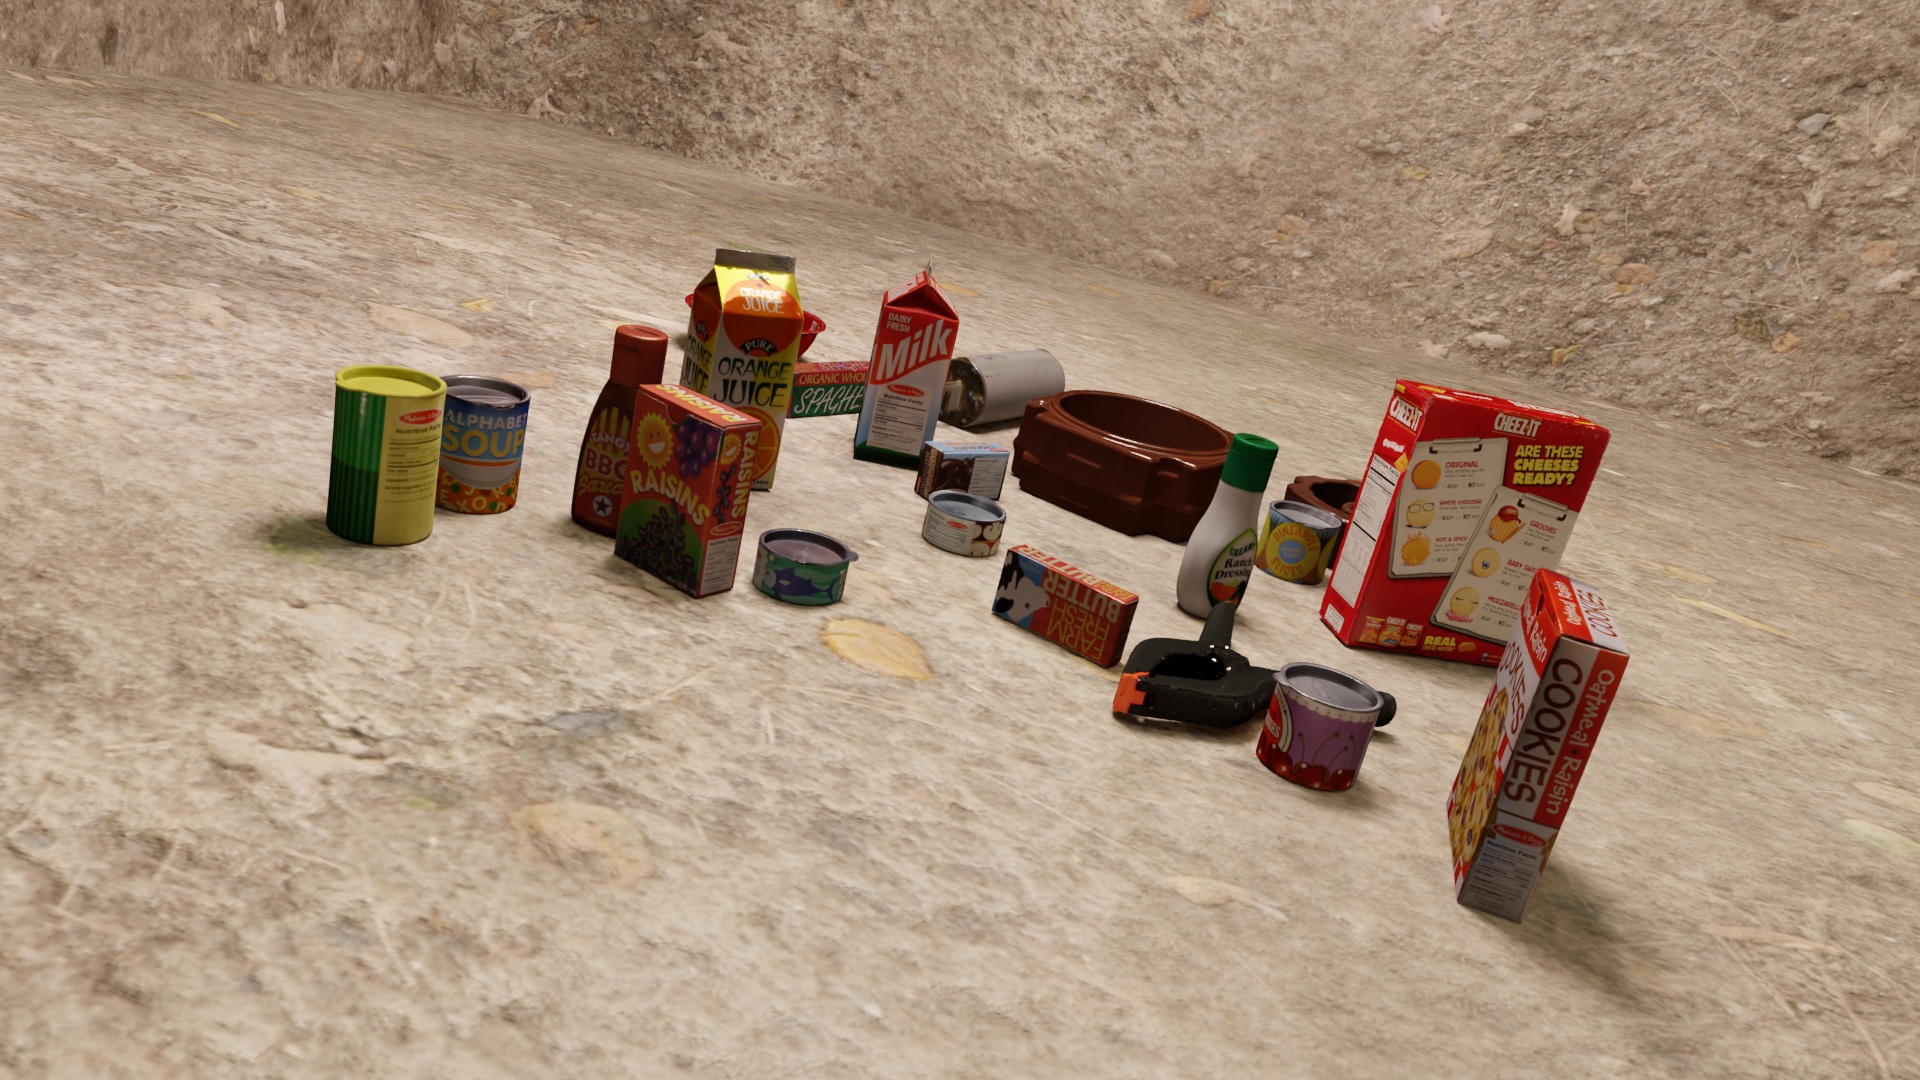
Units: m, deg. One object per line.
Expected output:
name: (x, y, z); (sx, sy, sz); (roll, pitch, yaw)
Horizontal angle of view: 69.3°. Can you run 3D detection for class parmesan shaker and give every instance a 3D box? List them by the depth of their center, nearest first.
parmesan shaker: (-0.376, -0.055, 0.902); (0.071, 0.102, 0.071); (12, 19, -4)

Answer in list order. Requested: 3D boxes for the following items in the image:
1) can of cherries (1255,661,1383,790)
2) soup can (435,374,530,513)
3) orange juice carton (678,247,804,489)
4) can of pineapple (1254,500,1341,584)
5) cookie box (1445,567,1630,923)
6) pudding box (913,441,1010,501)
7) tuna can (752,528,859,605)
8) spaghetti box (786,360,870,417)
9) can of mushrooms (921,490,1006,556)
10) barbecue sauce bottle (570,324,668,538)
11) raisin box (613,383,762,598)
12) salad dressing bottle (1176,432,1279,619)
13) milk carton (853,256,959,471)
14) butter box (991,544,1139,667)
can of cherries: (0.225, 0.117, 0.883); (0.071, 0.058, 0.072); (12, 19, -4)
soup can: (-0.344, -0.068, 0.988); (0.071, 0.083, 0.071); (12, 19, -4)
orange juice carton: (-0.184, -0.143, 1.143); (0.072, 0.192, 0.073); (2, 22, -31)
can of pineapple: (0.306, 0.002, 1.265); (0.071, 0.057, 0.071); (12, 19, -4)
cookie box: (0.325, 0.113, 0.796); (0.040, 0.166, 0.123); (17, 19, 12)
pudding box: (0.002, -0.063, 1.258); (0.084, 0.049, 0.030); (-3, 25, -40)
tuna can: (-0.109, 0.019, 0.978); (0.071, 0.032, 0.071); (12, 19, -4)
spaghetti box: (-0.100, -0.164, 1.475); (0.029, 0.050, 0.251); (26, 23, 33)
can of mushrooms: (0.004, -0.014, 1.147); (0.071, 0.033, 0.071); (12, 19, -4)
barbecue sauce bottle: (-0.237, -0.077, 0.988); (0.065, 0.148, 0.044); (18, 19, 14)
raisin box: (-0.186, -0.035, 0.940); (0.086, 0.123, 0.040); (25, 22, 31)
salad dressing bottle: (0.214, -0.011, 1.102); (0.064, 0.147, 0.044); (-2, 24, -38)
milk carton: (-0.048, -0.169, 1.311); (0.073, 0.189, 0.072); (11, 19, -7)
butter box: (0.074, 0.046, 0.993); (0.103, 0.053, 0.024); (25, 22, 30)
